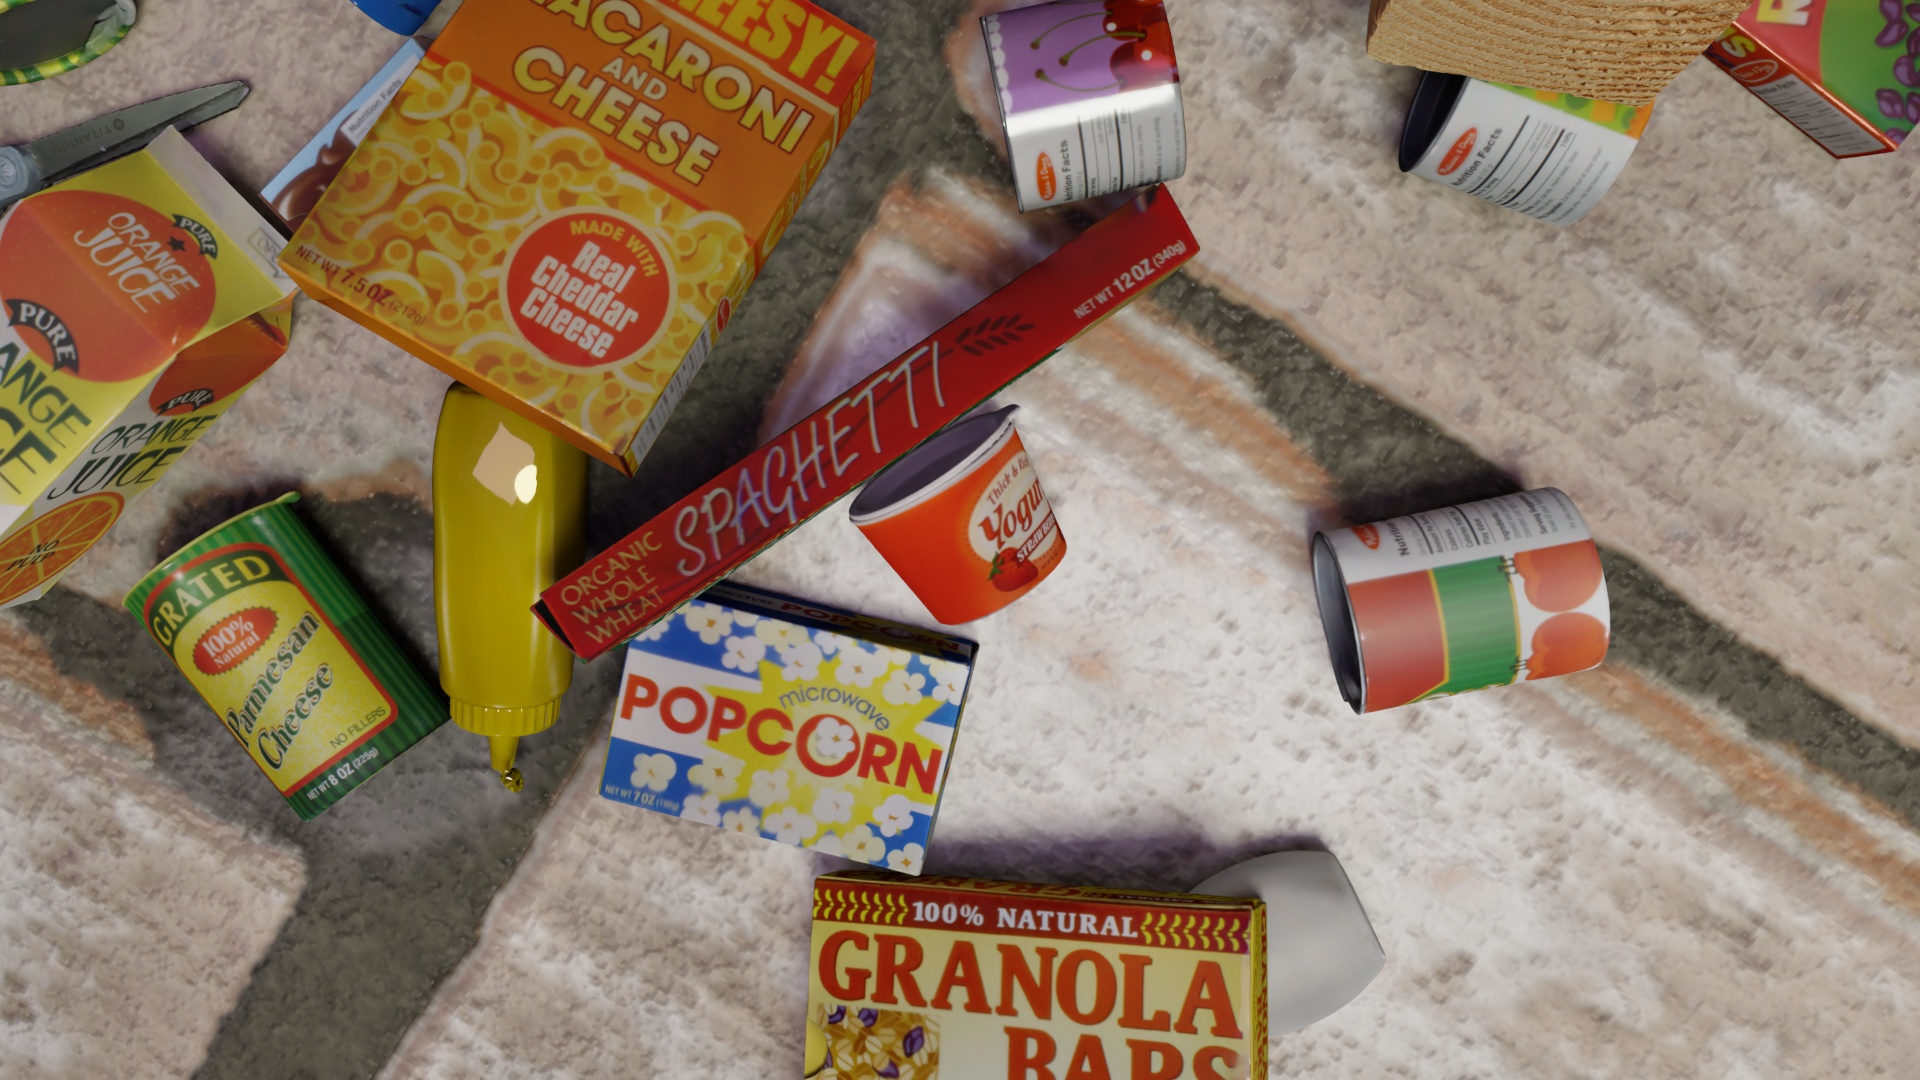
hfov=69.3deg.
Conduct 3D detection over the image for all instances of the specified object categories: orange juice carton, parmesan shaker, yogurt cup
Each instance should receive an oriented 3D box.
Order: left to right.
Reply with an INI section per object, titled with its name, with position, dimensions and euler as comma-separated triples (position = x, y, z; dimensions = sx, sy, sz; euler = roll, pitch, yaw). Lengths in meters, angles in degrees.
[orange juice carton]
position = -0.322, -0.058, 0.501
dimensions = 0.192, 0.073, 0.072
euler = -41, 95, 9
[parmesan shaker]
position = -0.245, 0.043, 0.517
dimensions = 0.071, 0.071, 0.103
euler = -36, 96, 9
[yogurt cup]
position = 0.002, -0.006, 0.496
dimensions = 0.072, 0.072, 0.054
euler = -30, 105, 8

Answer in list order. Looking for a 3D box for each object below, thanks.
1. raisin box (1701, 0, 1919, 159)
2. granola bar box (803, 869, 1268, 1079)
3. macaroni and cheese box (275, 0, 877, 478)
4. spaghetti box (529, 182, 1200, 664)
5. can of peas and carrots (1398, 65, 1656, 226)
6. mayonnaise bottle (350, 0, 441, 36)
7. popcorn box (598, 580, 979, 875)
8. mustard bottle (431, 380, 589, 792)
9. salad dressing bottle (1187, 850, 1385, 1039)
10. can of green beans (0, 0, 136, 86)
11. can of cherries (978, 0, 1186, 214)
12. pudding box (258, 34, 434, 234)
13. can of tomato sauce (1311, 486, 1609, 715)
[raisin box]
position = 0.280, -0.197, 0.457
dimensions = 0.123, 0.040, 0.086
euler = 37, 101, -2
[granola bar box]
position = 0.025, 0.188, 0.501
dimensions = 0.165, 0.039, 0.124
euler = -1, 81, 19
[macaroni and cheese box]
position = -0.122, -0.124, 0.465
dimensions = 0.124, 0.040, 0.167
euler = 30, 78, -3
[spaghetti box]
position = -0.031, -0.039, 0.477
dimensions = 0.250, 0.050, 0.028
euler = -34, 92, -2
[can of peas and carrots]
position = 0.187, -0.146, 0.459
dimensions = 0.059, 0.071, 0.070
euler = 20, 101, 0
[mayonnaise bottle]
position = -0.154, -0.236, 0.467
dimensions = 0.148, 0.065, 0.041
euler = -43, 85, 13
[popcorn box]
position = -0.064, 0.067, 0.524
dimensions = 0.127, 0.038, 0.085
euler = 14, 99, 1
[mustard bottle]
position = -0.166, 0.020, 0.510
dimensions = 0.049, 0.065, 0.159
euler = 6, 103, -2
[salad dressing bottle]
position = 0.085, 0.169, 0.531
dimensions = 0.147, 0.044, 0.064
euler = -27, 99, 9
[can of green beans]
position = -0.334, -0.199, 0.481
dimensions = 0.071, 0.071, 0.057
euler = -28, 98, 8
[can of cherries]
position = 0.041, -0.151, 0.467
dimensions = 0.058, 0.071, 0.071
euler = -11, 99, 5
[pudding box]
position = -0.204, -0.135, 0.502
dimensions = 0.083, 0.030, 0.049
euler = -41, 96, 9
[can of tomato sauce]
position = 0.173, 0.023, 0.488
dimensions = 0.083, 0.071, 0.071
euler = -12, 99, 5
